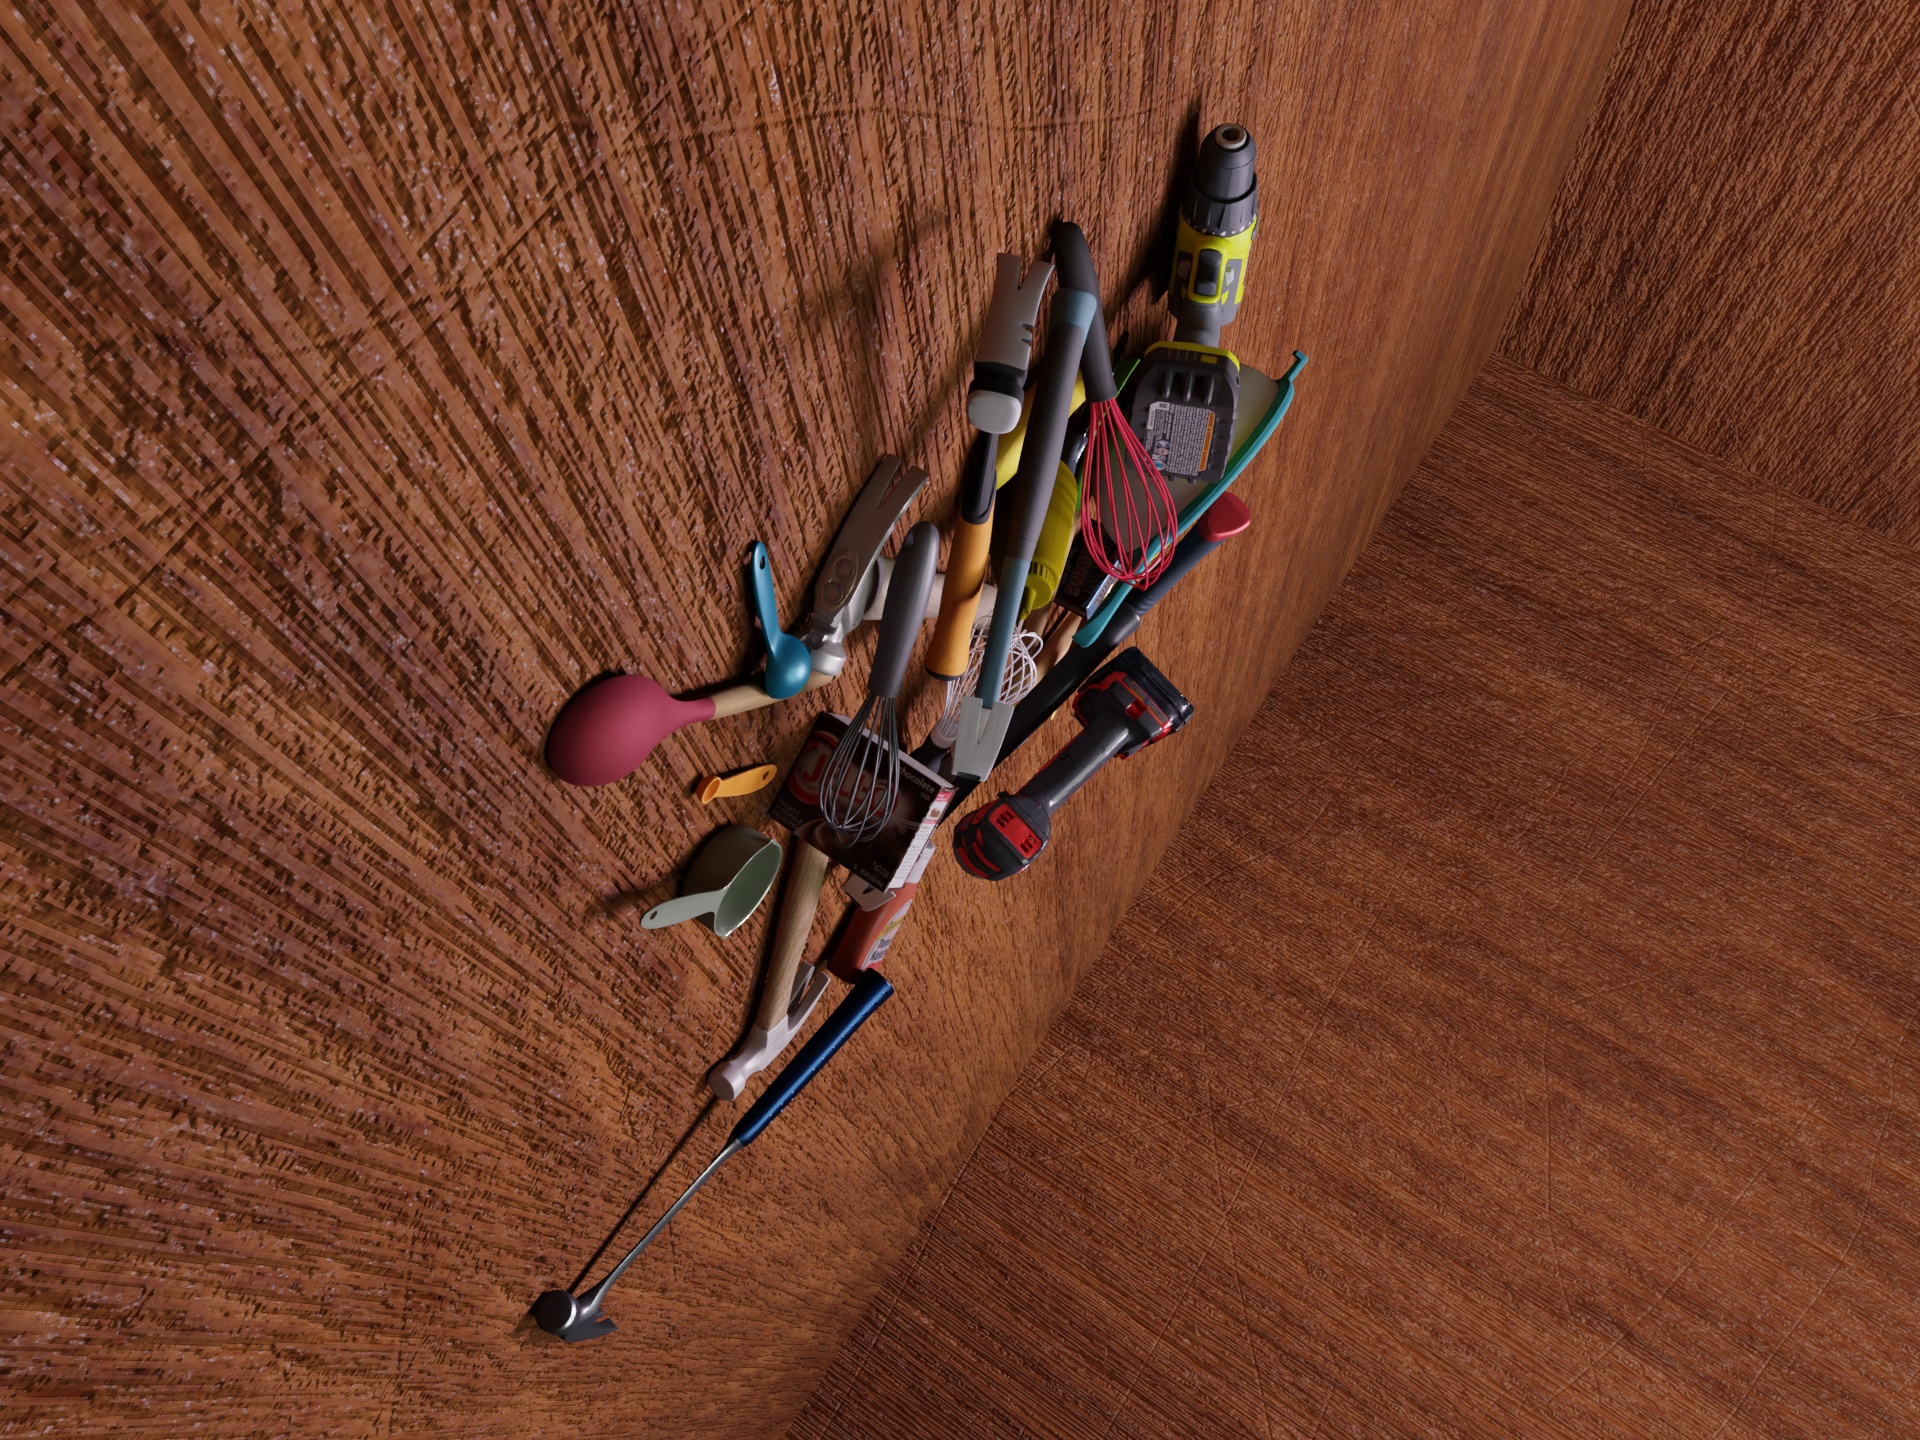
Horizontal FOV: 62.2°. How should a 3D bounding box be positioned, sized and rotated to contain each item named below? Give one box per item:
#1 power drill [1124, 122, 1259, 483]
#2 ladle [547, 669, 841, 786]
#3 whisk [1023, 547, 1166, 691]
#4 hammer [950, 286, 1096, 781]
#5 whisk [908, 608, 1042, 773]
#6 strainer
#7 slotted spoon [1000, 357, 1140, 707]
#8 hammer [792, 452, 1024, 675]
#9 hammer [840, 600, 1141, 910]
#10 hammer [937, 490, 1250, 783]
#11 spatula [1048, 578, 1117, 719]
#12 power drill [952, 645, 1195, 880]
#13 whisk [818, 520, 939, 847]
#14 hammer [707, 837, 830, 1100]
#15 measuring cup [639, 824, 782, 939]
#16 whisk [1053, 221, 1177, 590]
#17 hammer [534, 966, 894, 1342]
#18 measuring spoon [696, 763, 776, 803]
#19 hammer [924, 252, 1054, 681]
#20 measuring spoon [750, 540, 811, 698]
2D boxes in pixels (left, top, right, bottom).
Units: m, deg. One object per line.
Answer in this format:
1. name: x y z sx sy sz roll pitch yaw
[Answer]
1. power drill: 0.184 -0.317 1.216 0.190 0.080 0.229 86 15 -65
2. ladle: -0.144 -0.010 0.969 0.069 0.031 0.315 -66 165 17
3. whisk: 0.138 -0.122 1.598 0.245 0.047 0.051 -50 164 -17
4. hammer: 0.040 -0.121 1.062 0.128 0.033 0.331 -92 -166 -86
5. whisk: -0.002 -0.005 1.285 0.070 0.070 0.284 -49 178 -31
6. strainer: 0.149 -0.197 1.330 0.340 0.095 0.211 -54 -170 -36
7. slotted spoon: 0.084 -0.153 1.325 0.070 0.031 0.313 -64 172 -74
8. hammer: -0.008 -0.101 1.200 0.146 0.038 0.410 -63 164 9
9. hammer: 0.026 0.028 1.310 0.335 0.035 0.146 -46 -178 -3
10. hammer: 0.125 -0.071 1.431 0.386 0.038 0.143 -45 175 36
11. spatula: 0.156 -0.146 1.547 0.041 0.081 0.322 17 103 -31
12. power drill: 0.082 0.046 1.317 0.220 0.078 0.143 -44 -179 -18
13. whisk: -0.051 -0.020 1.051 0.055 0.055 0.238 -32 142 -58
14. hammer: -0.138 0.176 1.318 0.130 0.031 0.331 -41 156 -46
15. measuring cup: -0.178 0.111 1.067 0.083 0.038 0.167 -63 162 13
16. whisk: 0.105 -0.217 1.141 0.073 0.073 0.295 -48 137 -34
17. hammer: -0.205 0.381 1.408 0.405 0.035 0.144 -46 161 -19
18. measuring spoon: -0.151 0.040 1.074 0.021 0.011 0.117 -62 168 11
19. hammer: 0.010 -0.137 1.025 0.336 0.034 0.127 102 -1 -57
20. measuring spoon: -0.107 -0.060 0.962 0.128 0.021 0.042 86 21 -51
